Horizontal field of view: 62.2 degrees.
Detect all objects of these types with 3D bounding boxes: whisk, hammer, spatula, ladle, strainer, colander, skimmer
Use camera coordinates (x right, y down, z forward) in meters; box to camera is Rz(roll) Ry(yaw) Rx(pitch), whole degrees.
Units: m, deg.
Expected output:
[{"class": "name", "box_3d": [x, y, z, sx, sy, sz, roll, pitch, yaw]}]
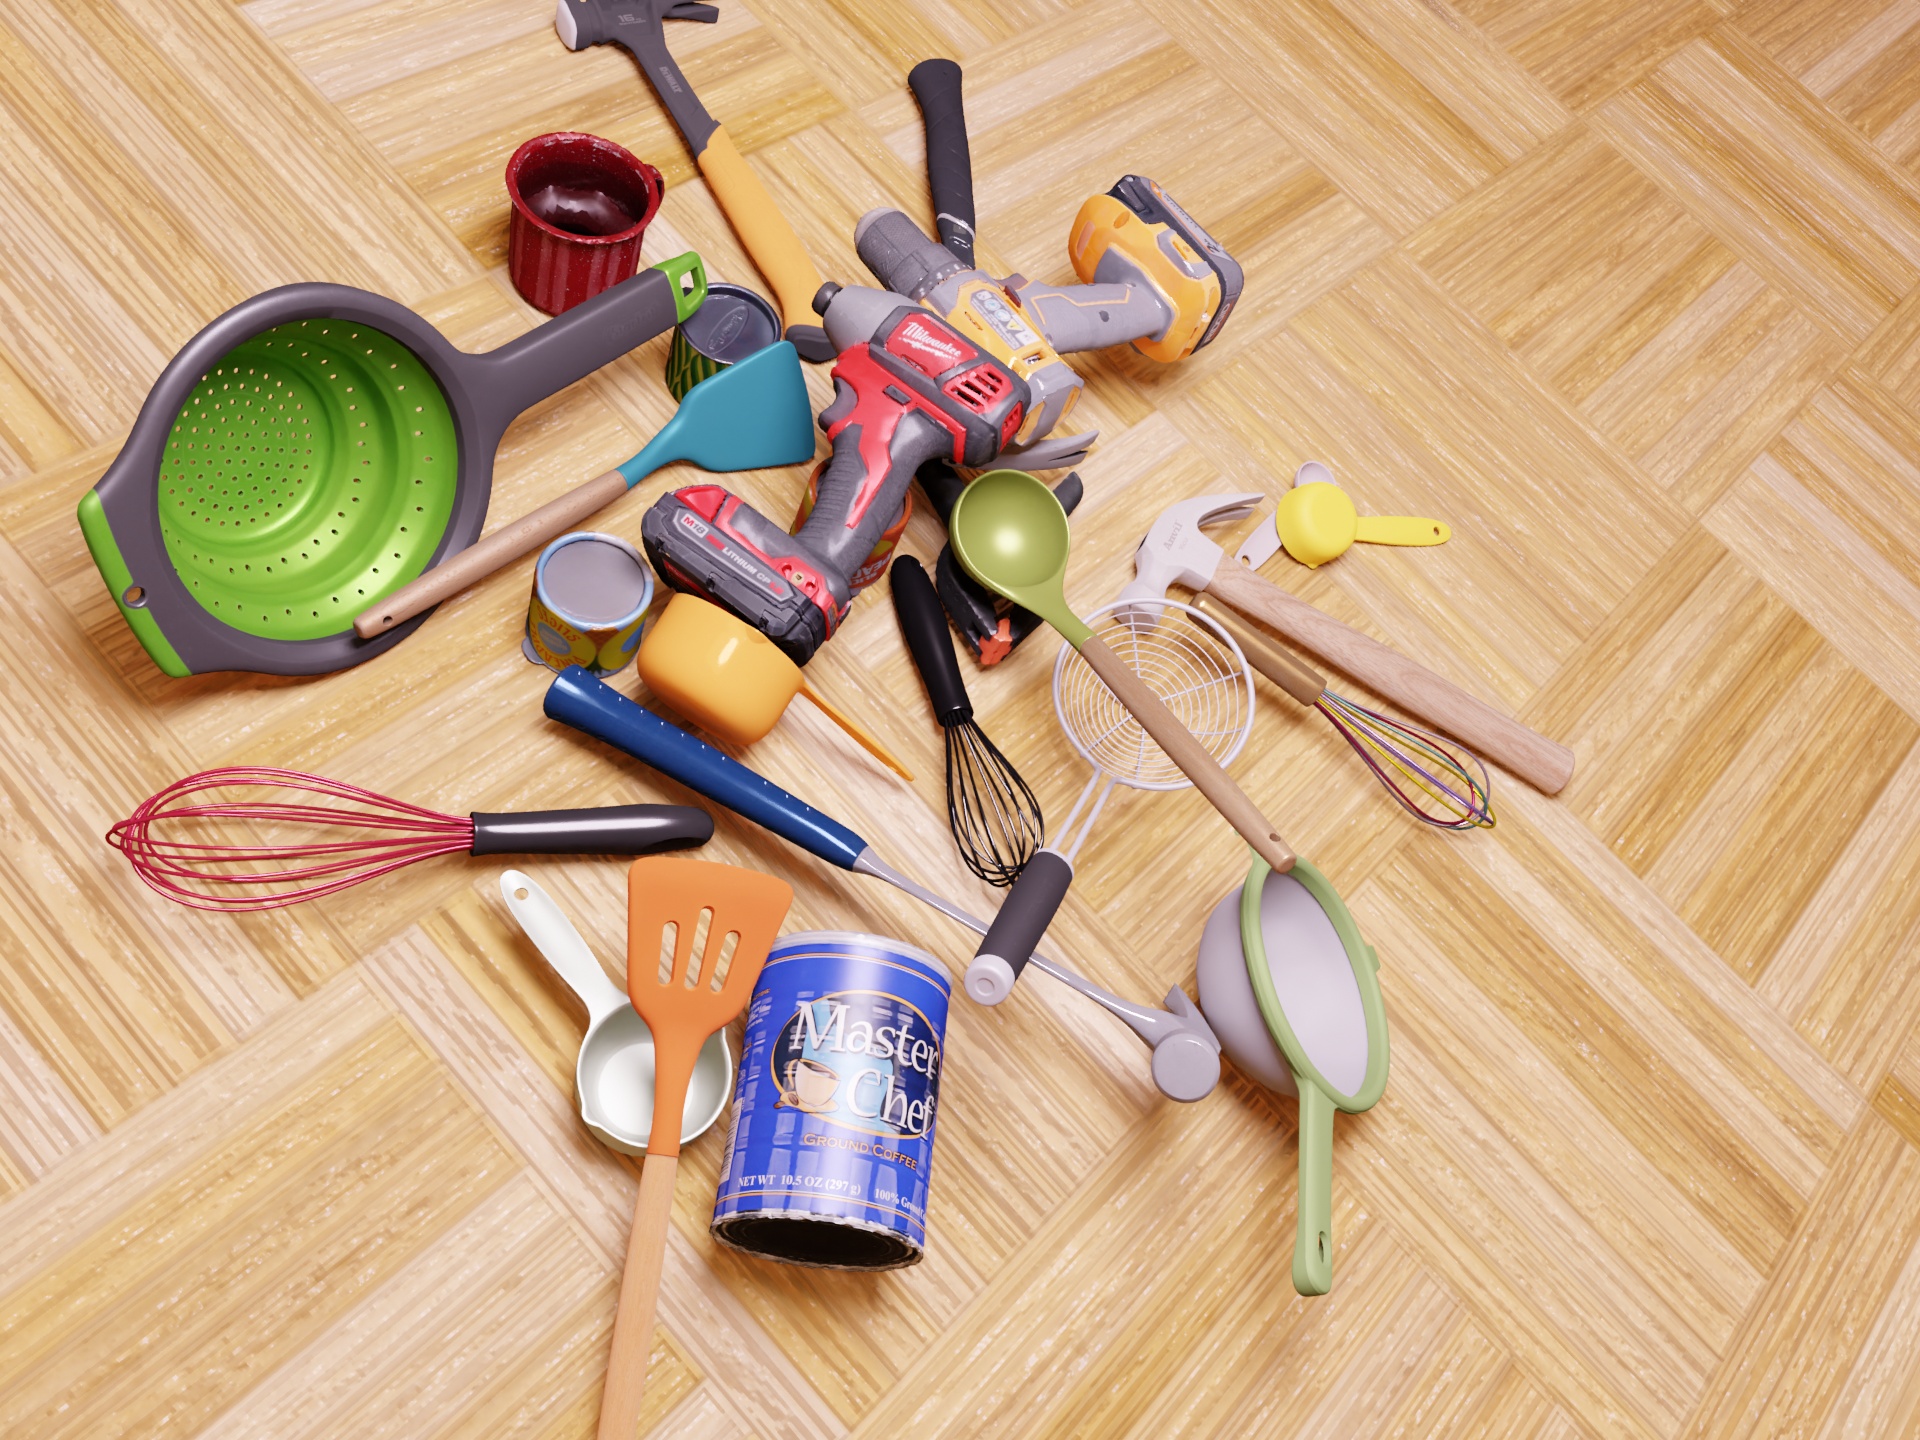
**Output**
[{"class": "whisk", "box_3d": [0.247, -0.005, 1.025, 0.245, 0.051, 0.047, 36, 59, -3]}, {"class": "hammer", "box_3d": [-0.159, -0.390, 1.118, 0.127, 0.034, 0.337, -21, 71, -27]}, {"class": "spatula", "box_3d": [-0.212, -0.128, 0.928, 0.044, 0.082, 0.317, 21, 45, 35]}, {"class": "hammer", "box_3d": [0.269, -0.046, 1.074, 0.331, 0.031, 0.130, 29, 63, -4]}, {"class": "hammer", "box_3d": [-0.044, 0.081, 0.861, 0.405, 0.144, 0.035, 29, 92, 7]}, {"class": "whisk", "box_3d": [0.000, -0.003, 0.951, 0.055, 0.055, 0.239, -7, 60, -23]}, {"class": "ladle", "box_3d": [0.089, -0.035, 0.886, 0.078, 0.062, 0.320, -15, 46, -25]}, {"class": "whisk", "box_3d": [-0.269, 0.058, 0.812, 0.295, 0.073, 0.073, 1, 62, -25]}, {"class": "strainer", "box_3d": [0.171, 0.192, 0.866, 0.151, 0.069, 0.257, 44, 39, -30]}, {"class": "colander", "box_3d": [-0.308, -0.178, 0.885, 0.095, 0.204, 0.397, 23, 48, 33]}, {"class": "hammer", "box_3d": [0.004, -0.334, 1.128, 0.149, 0.036, 0.409, 7, 55, -19]}, {"class": "skimmer", "box_3d": [0.078, 0.031, 0.864, 0.127, 0.090, 0.363, 32, 28, 4]}, {"class": "spatula", "box_3d": [-0.141, 0.226, 0.734, 0.081, 0.041, 0.323, 12, 71, -16]}]

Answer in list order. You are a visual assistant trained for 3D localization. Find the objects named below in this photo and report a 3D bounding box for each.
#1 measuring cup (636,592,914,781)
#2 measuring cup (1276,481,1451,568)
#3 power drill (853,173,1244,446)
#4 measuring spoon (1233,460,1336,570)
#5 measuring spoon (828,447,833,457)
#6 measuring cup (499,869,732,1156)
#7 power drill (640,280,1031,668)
[{"class": "measuring cup", "box_3d": [-0.105, 0.000, 0.897, 0.173, 0.095, 0.052, 39, 75, -15]}, {"class": "measuring cup", "box_3d": [0.297, -0.140, 1.136, 0.156, 0.029, 0.062, -1, 81, -25]}, {"class": "power drill", "box_3d": [0.055, -0.289, 1.050, 0.226, 0.084, 0.185, -31, 72, -33]}, {"class": "measuring spoon", "box_3d": [0.225, -0.140, 1.129, 0.034, 0.018, 0.124, 48, 63, -7]}, {"class": "measuring spoon", "box_3d": [-0.039, -0.192, 1.066, 0.117, 0.011, 0.021, -25, 74, -26]}, {"class": "measuring cup", "box_3d": [-0.183, 0.147, 0.805, 0.083, 0.038, 0.168, -33, 74, -31]}, {"class": "power drill", "box_3d": [-0.076, -0.150, 0.914, 0.143, 0.078, 0.220, 38, 76, 7]}]
